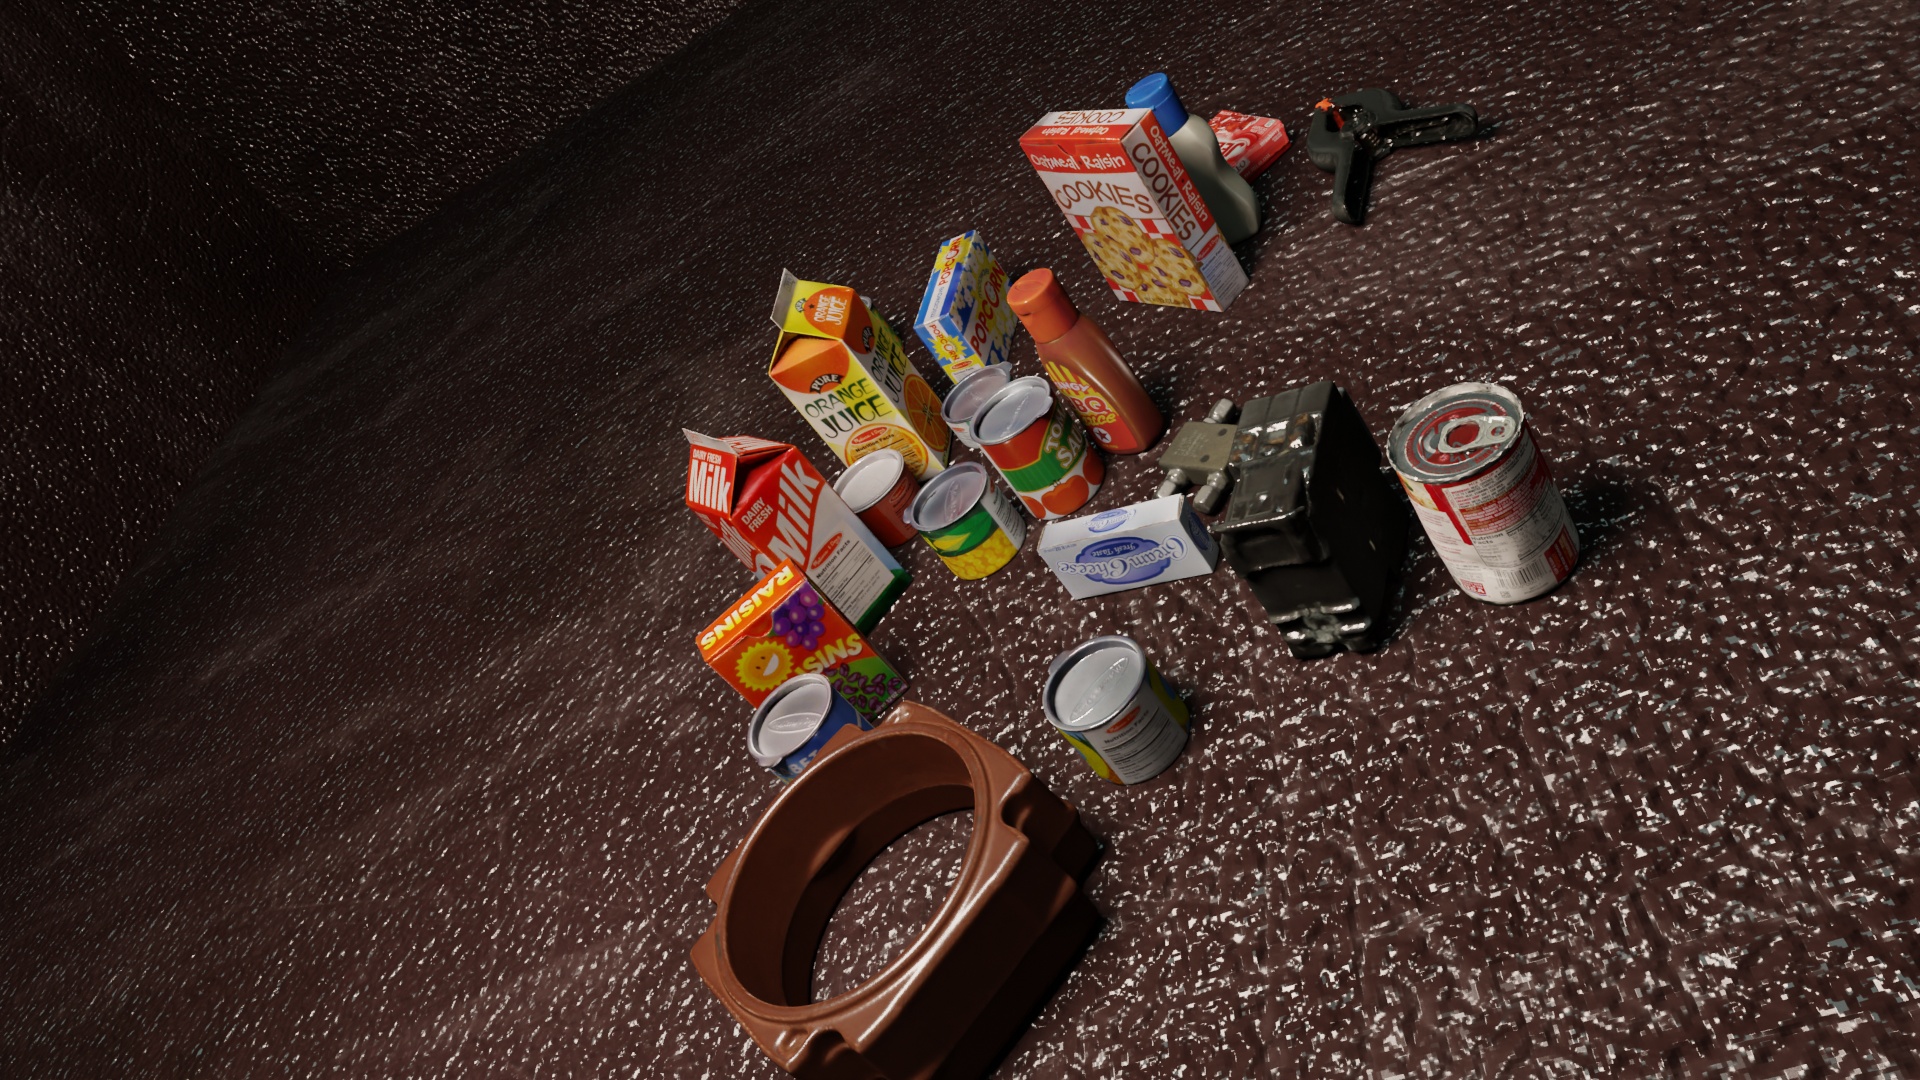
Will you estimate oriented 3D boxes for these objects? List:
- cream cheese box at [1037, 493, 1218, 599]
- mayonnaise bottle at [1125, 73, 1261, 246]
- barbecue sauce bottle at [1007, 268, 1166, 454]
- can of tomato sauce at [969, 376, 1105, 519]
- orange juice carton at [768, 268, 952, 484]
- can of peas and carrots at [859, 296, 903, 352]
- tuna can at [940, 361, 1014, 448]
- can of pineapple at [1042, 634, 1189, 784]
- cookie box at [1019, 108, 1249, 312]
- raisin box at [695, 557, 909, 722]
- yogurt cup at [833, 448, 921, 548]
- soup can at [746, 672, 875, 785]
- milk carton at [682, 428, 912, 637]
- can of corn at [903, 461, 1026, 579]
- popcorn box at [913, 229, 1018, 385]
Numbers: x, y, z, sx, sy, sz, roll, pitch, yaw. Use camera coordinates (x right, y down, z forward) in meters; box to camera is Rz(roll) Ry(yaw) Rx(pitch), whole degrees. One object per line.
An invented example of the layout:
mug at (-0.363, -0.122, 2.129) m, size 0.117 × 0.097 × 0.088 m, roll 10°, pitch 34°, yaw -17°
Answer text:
cream cheese box at (0.107, 0.005, 0.889) m, size 0.103 × 0.053 × 0.024 m, roll -14°, pitch 41°, yaw 34°
mayonnaise bottle at (0.180, -0.296, 1.092) m, size 0.064 × 0.147 × 0.041 m, roll -15°, pitch 40°, yaw 33°
barbecue sauce bottle at (0.086, -0.125, 0.978) m, size 0.065 × 0.148 × 0.044 m, roll 14°, pitch 60°, yaw 51°
can of tomato sauce at (0.058, -0.066, 0.995) m, size 0.071 × 0.083 × 0.071 m, roll -26°, pitch 35°, yaw 20°
orange juice carton at (-0.088, -0.128, 1.111) m, size 0.073 × 0.192 × 0.072 m, roll -22°, pitch 37°, yaw 25°
can of peas and carrots at (-0.096, -0.186, 1.311) m, size 0.071 × 0.058 × 0.071 m, roll -26°, pitch 35°, yaw 20°
tuna can at (0.022, -0.110, 1.129) m, size 0.071 × 0.032 × 0.071 m, roll -26°, pitch 35°, yaw 20°
can of pineapple at (0.089, 0.096, 0.793) m, size 0.071 × 0.057 × 0.071 m, roll -26°, pitch 35°, yaw 20°
cookie box at (0.133, -0.253, 1.068) m, size 0.040 × 0.167 × 0.123 m, roll -49°, pitch 34°, yaw -14°
raisin box at (-0.106, 0.084, 0.938) m, size 0.086 × 0.123 × 0.040 m, roll -41°, pitch 33°, yaw -2°
yogurt cup at (-0.060, -0.031, 1.094) m, size 0.072 × 0.053 × 0.073 m, roll -26°, pitch 35°, yaw 20°
soup can at (-0.087, 0.138, 0.891) m, size 0.071 × 0.083 × 0.072 m, roll -26°, pitch 35°, yaw 20°
milk carton at (-0.128, -0.012, 1.012) m, size 0.073 × 0.190 × 0.072 m, roll -51°, pitch 34°, yaw -17°
can of corn at (0.004, -0.013, 1.007) m, size 0.071 × 0.058 × 0.071 m, roll -26°, pitch 35°, yaw 20°
popcorn box at (0.008, -0.196, 1.197) m, size 0.038 × 0.085 × 0.127 m, roll -18°, pitch 39°, yaw 30°
